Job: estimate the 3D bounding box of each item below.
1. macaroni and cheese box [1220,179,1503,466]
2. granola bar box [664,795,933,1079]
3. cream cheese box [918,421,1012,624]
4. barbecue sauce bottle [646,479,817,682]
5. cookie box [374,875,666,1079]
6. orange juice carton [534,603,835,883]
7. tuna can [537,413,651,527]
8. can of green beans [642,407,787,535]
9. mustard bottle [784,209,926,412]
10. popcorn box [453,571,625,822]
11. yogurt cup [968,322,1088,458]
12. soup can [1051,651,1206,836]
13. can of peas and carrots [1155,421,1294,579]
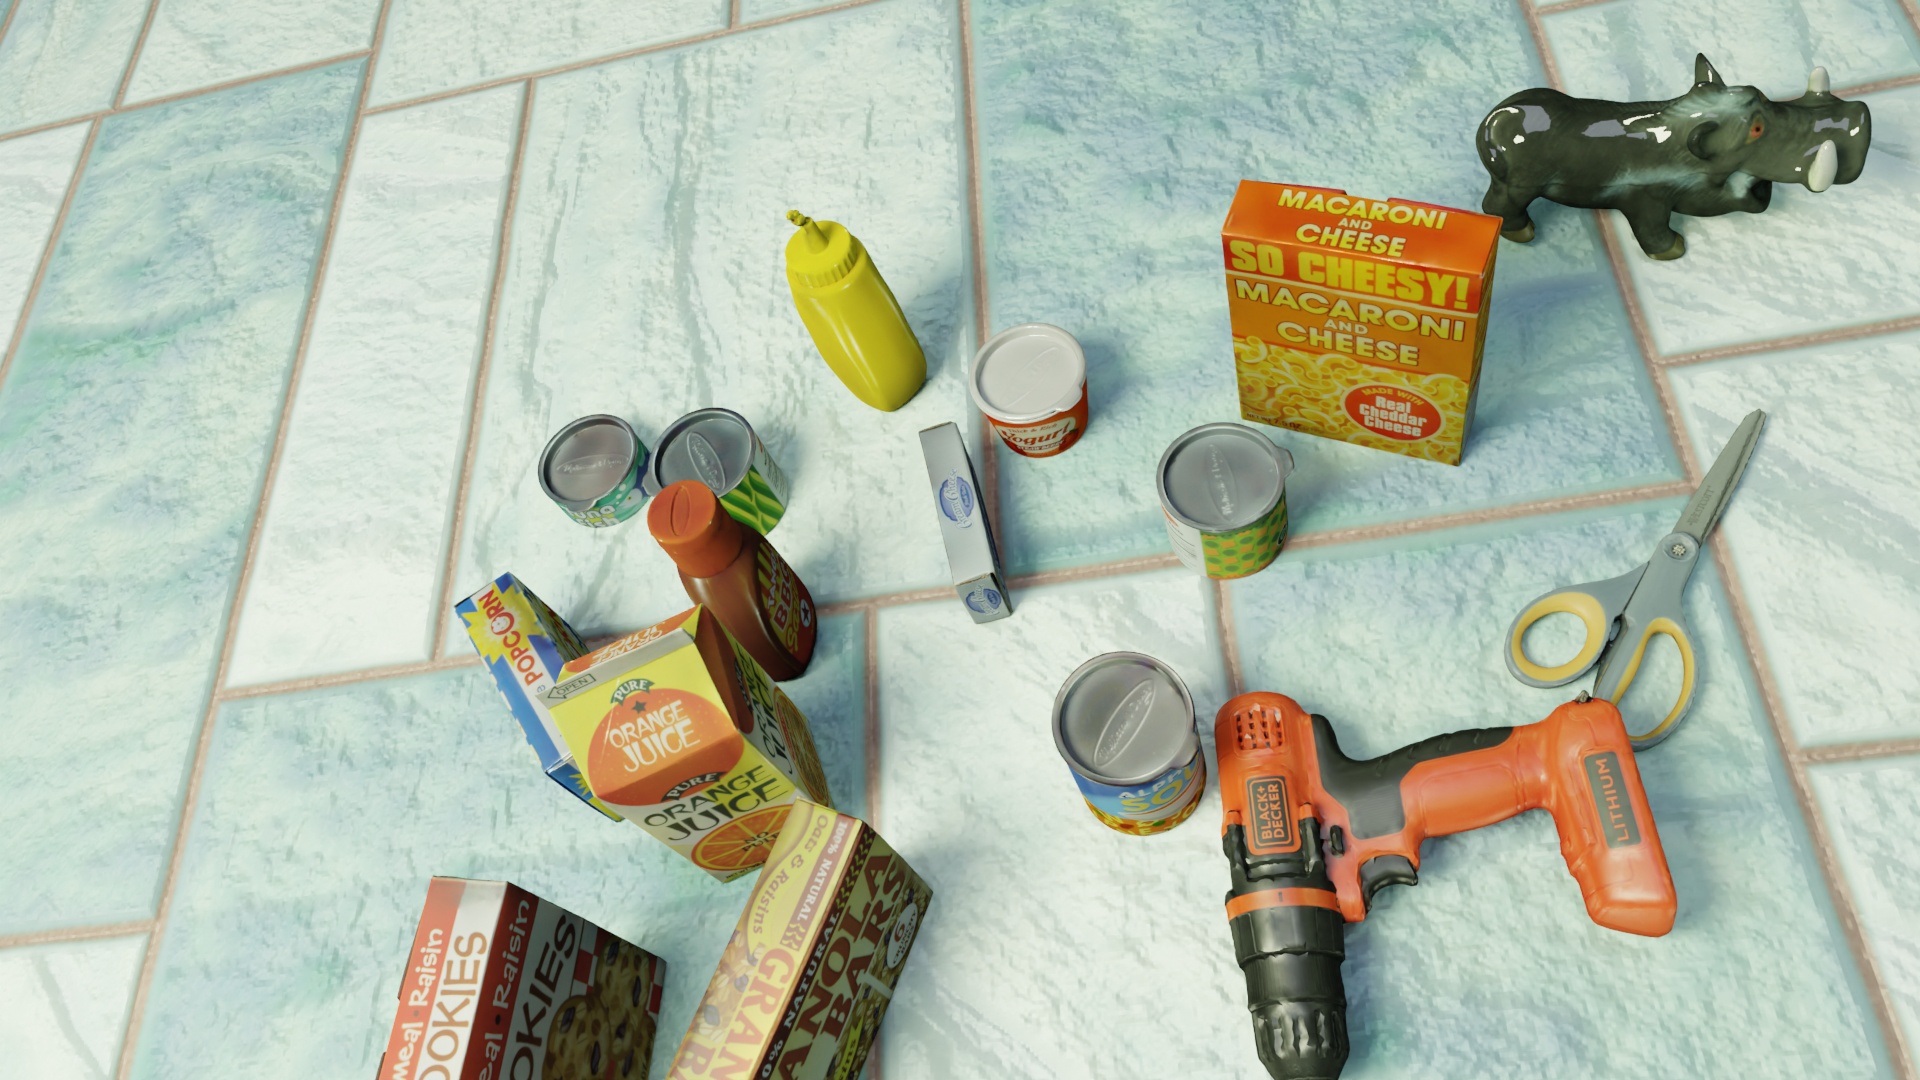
[{"bbox_3d":[0.202,-0.109,0.710,0.124,0.166,0.040,15,67,22],"label":"macaroni and cheese box"},{"bbox_3d":[-0.073,0.214,0.628,0.039,0.123,0.166,15,67,22],"label":"granola bar box"},{"bbox_3d":[0.003,-0.010,0.774,0.024,0.053,0.104,-17,59,6],"label":"cream cheese box"},{"bbox_3d":[-0.119,0.020,0.735,0.043,0.148,0.065,-9,60,11],"label":"barbecue sauce bottle"},{"bbox_3d":[-0.194,0.233,0.625,0.040,0.166,0.123,-3,61,14],"label":"cookie box"},{"bbox_3d":[-0.127,0.095,0.669,0.072,0.192,0.073,-24,58,1],"label":"orange juice carton"},{"bbox_3d":[-0.226,-0.041,0.865,0.071,0.032,0.071,-6,60,12],"label":"tuna can"},{"bbox_3d":[-0.143,-0.036,0.826,0.071,0.057,0.071,-7,60,12],"label":"can of green beans"},{"bbox_3d":[-0.066,-0.138,0.802,0.049,0.159,0.065,-45,60,-11],"label":"mustard bottle"},{"bbox_3d":[-0.218,0.086,0.762,0.038,0.085,0.127,-37,59,-6],"label":"popcorn box"},{"bbox_3d":[0.043,-0.084,0.805,0.072,0.053,0.073,-7,60,12],"label":"yogurt cup"},{"bbox_3d":[0.086,0.102,0.672,0.071,0.083,0.071,-7,60,12],"label":"soup can"},{"bbox_3d":[0.143,-0.021,0.740,0.071,0.058,0.071,-7,60,12],"label":"can of peas and carrots"}]
